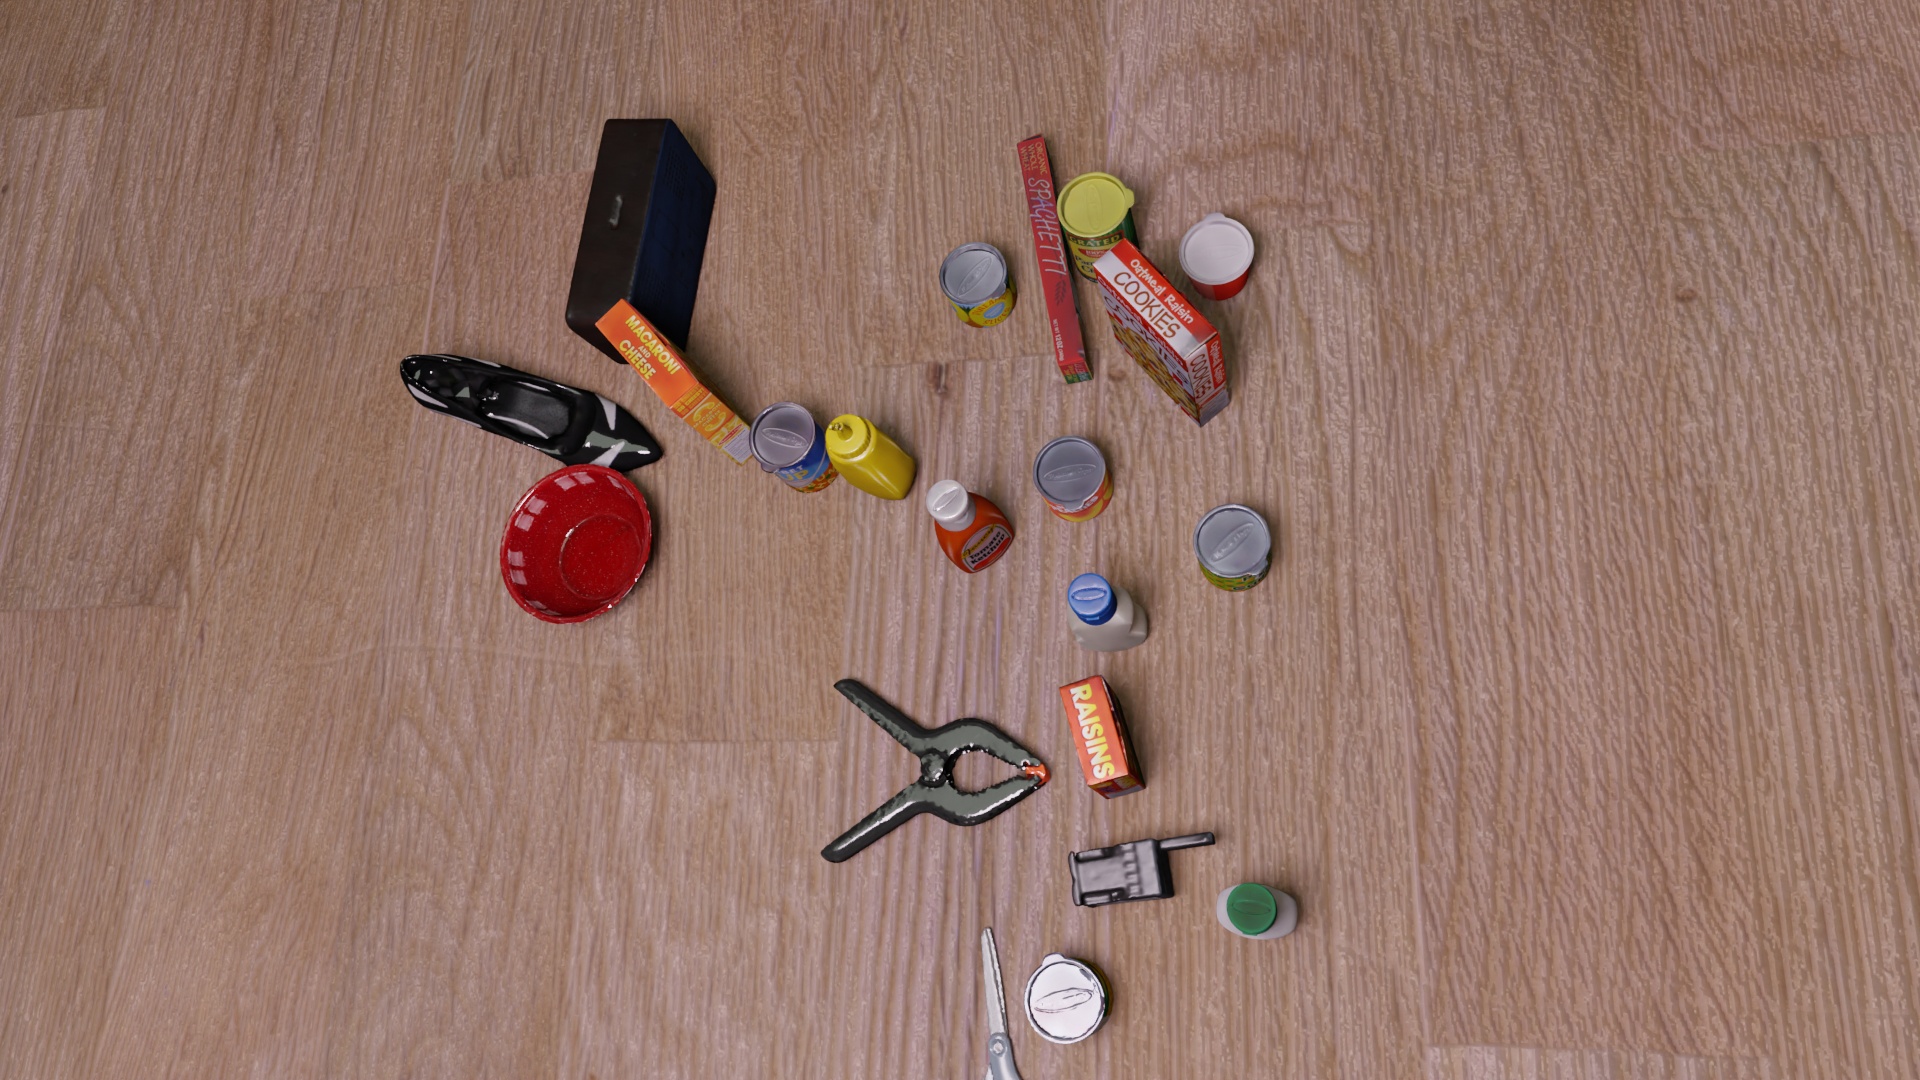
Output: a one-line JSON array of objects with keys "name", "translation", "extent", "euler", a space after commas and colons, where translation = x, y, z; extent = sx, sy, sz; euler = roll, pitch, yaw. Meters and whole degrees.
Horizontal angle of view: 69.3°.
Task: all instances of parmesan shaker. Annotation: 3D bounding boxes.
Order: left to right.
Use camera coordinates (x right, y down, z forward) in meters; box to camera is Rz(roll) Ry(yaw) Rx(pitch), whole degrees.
[{"name": "parmesan shaker", "translation": [0.135, -0.292, 1.309], "extent": [0.071, 0.103, 0.071], "euler": [-4, 73, 13]}]

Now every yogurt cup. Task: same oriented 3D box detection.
[{"name": "yogurt cup", "translation": [0.241, -0.260, 1.300], "extent": [0.072, 0.054, 0.072], "euler": [-4, 73, 13]}]

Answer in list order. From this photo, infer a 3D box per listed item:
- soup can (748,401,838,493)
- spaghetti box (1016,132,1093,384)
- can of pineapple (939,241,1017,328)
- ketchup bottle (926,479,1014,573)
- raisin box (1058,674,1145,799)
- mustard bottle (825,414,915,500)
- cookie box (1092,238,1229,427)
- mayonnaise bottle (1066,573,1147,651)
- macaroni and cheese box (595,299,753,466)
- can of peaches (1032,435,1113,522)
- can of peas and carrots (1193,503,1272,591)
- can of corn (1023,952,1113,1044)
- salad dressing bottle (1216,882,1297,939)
[{"name": "soup can", "translation": [-0.158, -0.085, 1.329], "extent": [0.071, 0.083, 0.071], "euler": [-4, 73, 13]}, {"name": "spaghetti box", "translation": [0.091, -0.273, 1.342], "extent": [0.028, 0.050, 0.250], "euler": [-12, 71, 10]}, {"name": "can of pineapple", "translation": [0.019, -0.246, 1.348], "extent": [0.071, 0.057, 0.071], "euler": [-4, 73, 13]}, {"name": "ketchup bottle", "translation": [0.004, -0.015, 1.234], "extent": [0.065, 0.148, 0.043], "euler": [-41, 69, 0]}, {"name": "raisin box", "translation": [0.121, 0.167, 1.165], "extent": [0.040, 0.123, 0.086], "euler": [-18, 71, 9]}, {"name": "mustard bottle", "translation": [-0.088, -0.081, 1.270], "extent": [0.065, 0.160, 0.049], "euler": [16, 79, 18]}, {"name": "cookie box", "translation": [0.181, -0.181, 1.230], "extent": [0.040, 0.167, 0.123], "euler": [-40, 69, 0]}, {"name": "mayonnaise bottle", "translation": [0.121, 0.062, 1.183], "extent": [0.065, 0.148, 0.041], "euler": [-7, 73, 12]}, {"name": "macaroni and cheese box", "translation": [-0.264, -0.149, 1.330], "extent": [0.040, 0.166, 0.124], "euler": [-43, 69, -1]}, {"name": "can of peaches", "translation": [0.104, -0.053, 1.270], "extent": [0.071, 0.058, 0.071], "euler": [-4, 73, 13]}, {"name": "can of peas and carrots", "translation": [0.241, 0.009, 1.217], "extent": [0.071, 0.058, 0.071], "euler": [-4, 73, 13]}, {"name": "can of corn", "translation": [0.089, 0.376, 1.145], "extent": [0.071, 0.058, 0.071], "euler": [-4, 73, 13]}, {"name": "salad dressing bottle", "translation": [0.231, 0.290, 1.088], "extent": [0.064, 0.147, 0.044], "euler": [4, 75, 15]}]
